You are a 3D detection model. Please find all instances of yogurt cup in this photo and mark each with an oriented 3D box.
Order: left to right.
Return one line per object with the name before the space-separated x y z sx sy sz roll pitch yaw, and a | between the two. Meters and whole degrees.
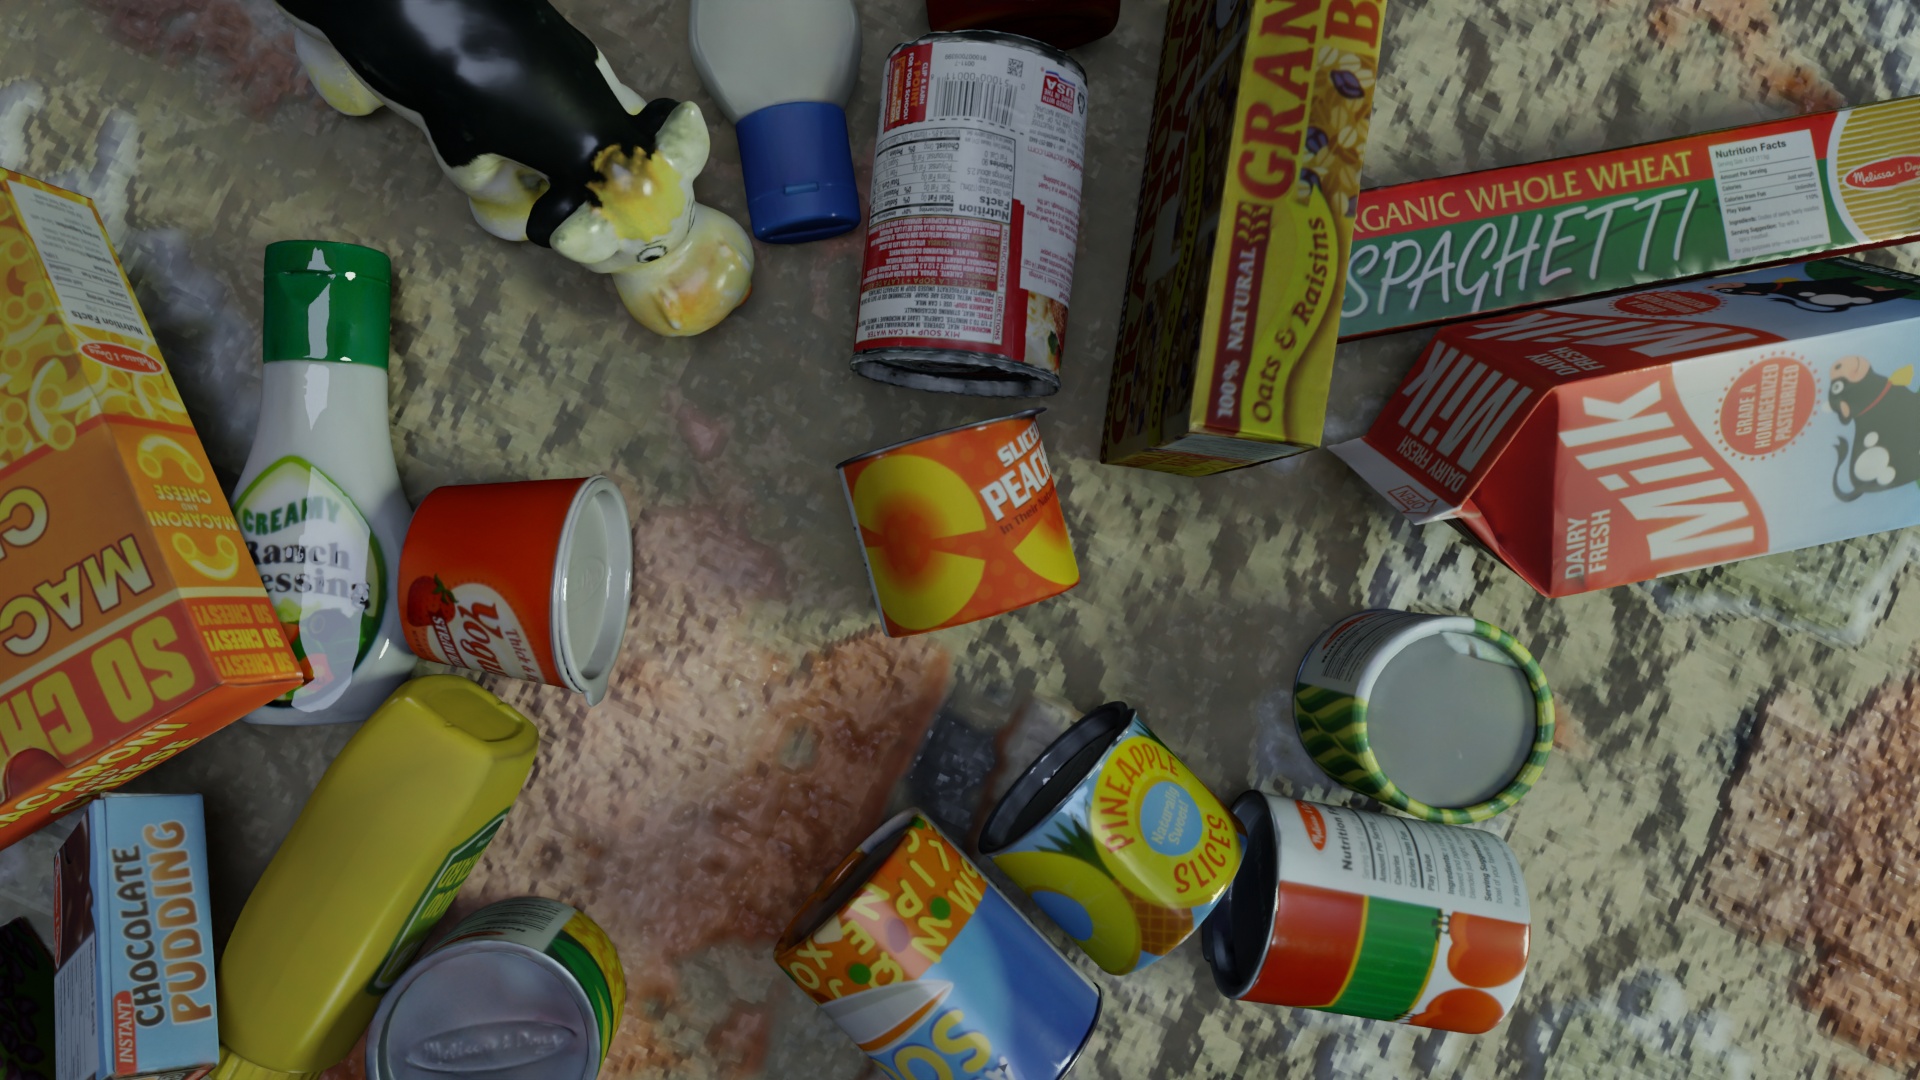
yogurt cup | -0.137 0.012 0.431 0.054 0.072 0.072 4 88 3

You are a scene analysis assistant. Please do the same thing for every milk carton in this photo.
milk carton | 0.222 -0.036 0.451 0.191 0.072 0.073 -10 113 -5

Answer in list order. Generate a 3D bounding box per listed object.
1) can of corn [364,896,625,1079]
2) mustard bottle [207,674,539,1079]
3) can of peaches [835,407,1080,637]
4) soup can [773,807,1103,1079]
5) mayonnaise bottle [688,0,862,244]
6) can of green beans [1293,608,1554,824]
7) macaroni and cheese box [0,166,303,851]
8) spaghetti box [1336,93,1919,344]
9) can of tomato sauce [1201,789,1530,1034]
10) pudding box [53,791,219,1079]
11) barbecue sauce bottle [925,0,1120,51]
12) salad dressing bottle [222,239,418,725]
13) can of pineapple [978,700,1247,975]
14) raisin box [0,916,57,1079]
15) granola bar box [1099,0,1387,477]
can of corn | -0.140 0.151 0.429 0.071 0.058 0.071 0 89 -5
mustard bottle | -0.190 0.118 0.425 0.049 0.065 0.160 33 93 0
can of peaches | 0.002 -0.006 0.441 0.071 0.071 0.058 -15 91 -5
soup can | -0.009 0.138 0.436 0.071 0.071 0.084 -45 92 -5
mayonnaise bottle | -0.062 -0.174 0.455 0.065 0.041 0.148 -9 90 -4
can of green beans | 0.151 0.056 0.459 0.071 0.058 0.071 0 89 -5
macaroni and cheese box | -0.285 -0.004 0.406 0.123 0.040 0.166 -28 83 8
spaghetti box | 0.231 -0.112 0.486 0.250 0.028 0.050 -11 90 -6
can of tomato sauce | 0.129 0.122 0.452 0.083 0.071 0.071 11 88 -5
pudding box | -0.243 0.121 0.408 0.030 0.049 0.084 8 53 -44
barbecue sauce bottle | 0.016 -0.239 0.460 0.065 0.044 0.148 -5 87 20
salad dressing bottle | -0.200 -0.018 0.435 0.064 0.044 0.147 1 88 -1
can of pineapple | 0.050 0.094 0.443 0.058 0.071 0.071 45 85 -4
raisin box | -0.274 0.178 0.401 0.040 0.086 0.123 -34 92 -7
granola bar box | 0.084 -0.105 0.424 0.039 0.124 0.165 9 88 -5
